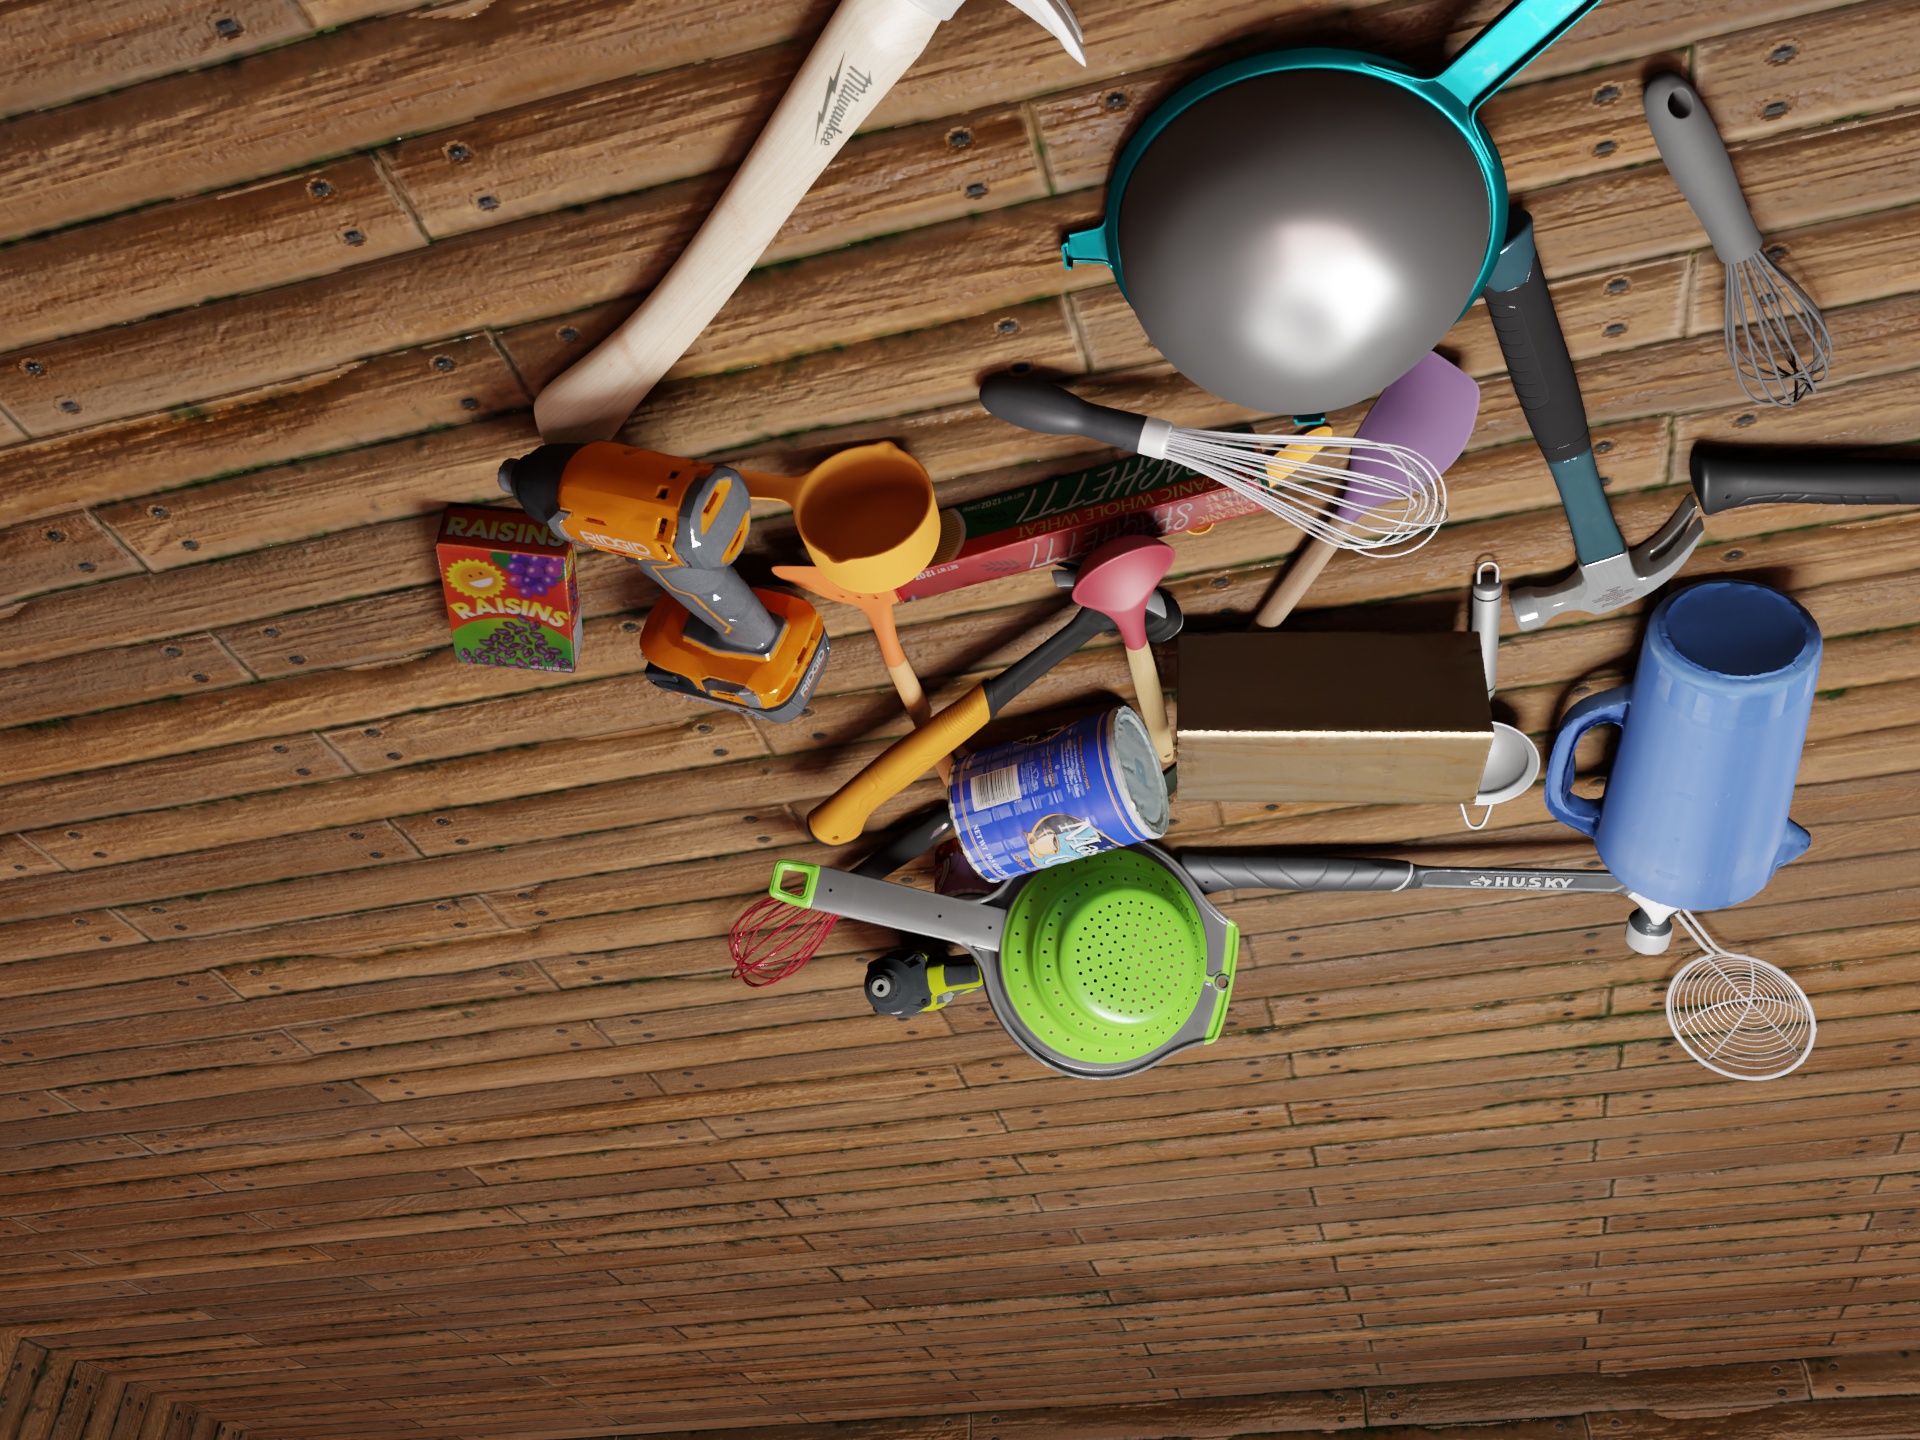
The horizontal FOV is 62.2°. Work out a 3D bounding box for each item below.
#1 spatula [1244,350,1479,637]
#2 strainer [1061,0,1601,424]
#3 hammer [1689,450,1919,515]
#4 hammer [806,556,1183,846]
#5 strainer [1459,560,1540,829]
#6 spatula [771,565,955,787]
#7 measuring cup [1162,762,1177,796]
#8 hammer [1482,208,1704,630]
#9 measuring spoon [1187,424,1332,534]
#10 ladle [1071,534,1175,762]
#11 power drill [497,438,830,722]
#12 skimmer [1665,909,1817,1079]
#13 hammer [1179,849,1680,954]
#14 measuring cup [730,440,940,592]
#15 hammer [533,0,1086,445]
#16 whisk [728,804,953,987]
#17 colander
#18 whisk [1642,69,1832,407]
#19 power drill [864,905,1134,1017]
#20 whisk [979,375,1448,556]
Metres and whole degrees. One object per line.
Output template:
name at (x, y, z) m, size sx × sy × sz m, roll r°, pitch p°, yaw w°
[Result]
spatula at (0.243, -0.117, 1.051) m, size 0.060 × 0.018 × 0.315 m, roll 38°, pitch 141°, yaw 7°
strainer at (0.210, -0.257, 0.782) m, size 0.210 × 0.095 × 0.340 m, roll 28°, pitch 142°, yaw -21°
hammer at (0.625, -0.153, 0.993) m, size 0.335 × 0.035 × 0.146 m, roll 1°, pitch 143°, yaw 0°
hammer at (-0.002, -0.004, 1.147) m, size 0.127 × 0.034 × 0.337 m, roll 18°, pitch 134°, yaw -42°
strainer at (0.382, -0.020, 1.163) m, size 0.087 × 0.050 × 0.258 m, roll 2°, pitch 138°, yaw 17°
spatula at (-0.044, -0.023, 1.165) m, size 0.081 × 0.041 × 0.322 m, roll 4°, pitch 146°, yaw 22°
measuring cup at (0.183, 0.047, 1.250) m, size 0.083 × 0.038 × 0.167 m, roll 21°, pitch 136°, yaw -24°
hammer at (0.366, -0.174, 0.971) m, size 0.128 × 0.033 × 0.330 m, roll -18°, pitch 138°, yaw 23°
measuring spoon at (0.189, -0.156, 1.019) m, size 0.021 × 0.011 × 0.117 m, roll 28°, pitch 131°, yaw -35°
ladle at (0.125, -0.041, 1.091) m, size 0.069 × 0.031 × 0.315 m, roll -22°, pitch 151°, yaw 2°
power drill at (-0.185, -0.094, 1.006) m, size 0.164 × 0.084 × 0.226 m, roll 15°, pitch 157°, yaw 22°
skimmer at (0.642, 0.205, 1.399) m, size 0.127 × 0.090 × 0.362 m, roll -11°, pitch 141°, yaw 41°
hammer at (0.389, 0.128, 1.329) m, size 0.409 × 0.036 × 0.149 m, roll 1°, pitch 129°, yaw 9°
measuring cup at (-0.095, -0.131, 1.013) m, size 0.174 × 0.095 × 0.052 m, roll 11°, pitch 154°, yaw 19°
hammer at (-0.111, -0.265, 0.863) m, size 0.146 × 0.038 × 0.410 m, roll 24°, pitch 137°, yaw -29°
whisk at (-0.106, 0.150, 1.377) m, size 0.073 × 0.073 × 0.296 m, roll 30°, pitch 128°, yaw -32°
colander at (0.045, 0.169, 1.267) m, size 0.397 × 0.204 × 0.094 m, roll 14°, pitch 171°, yaw -9°
whisk at (0.418, -0.255, 0.860) m, size 0.055 × 0.055 × 0.238 m, roll -25°, pitch 131°, yaw 29°
power drill at (0.032, 0.220, 1.404) m, size 0.223 × 0.080 × 0.171 m, roll -11°, pitch 171°, yaw 12°
whisk at (0.146, -0.158, 0.935) m, size 0.284 × 0.070 × 0.070 m, roll 17°, pitch 143°, yaw 9°
